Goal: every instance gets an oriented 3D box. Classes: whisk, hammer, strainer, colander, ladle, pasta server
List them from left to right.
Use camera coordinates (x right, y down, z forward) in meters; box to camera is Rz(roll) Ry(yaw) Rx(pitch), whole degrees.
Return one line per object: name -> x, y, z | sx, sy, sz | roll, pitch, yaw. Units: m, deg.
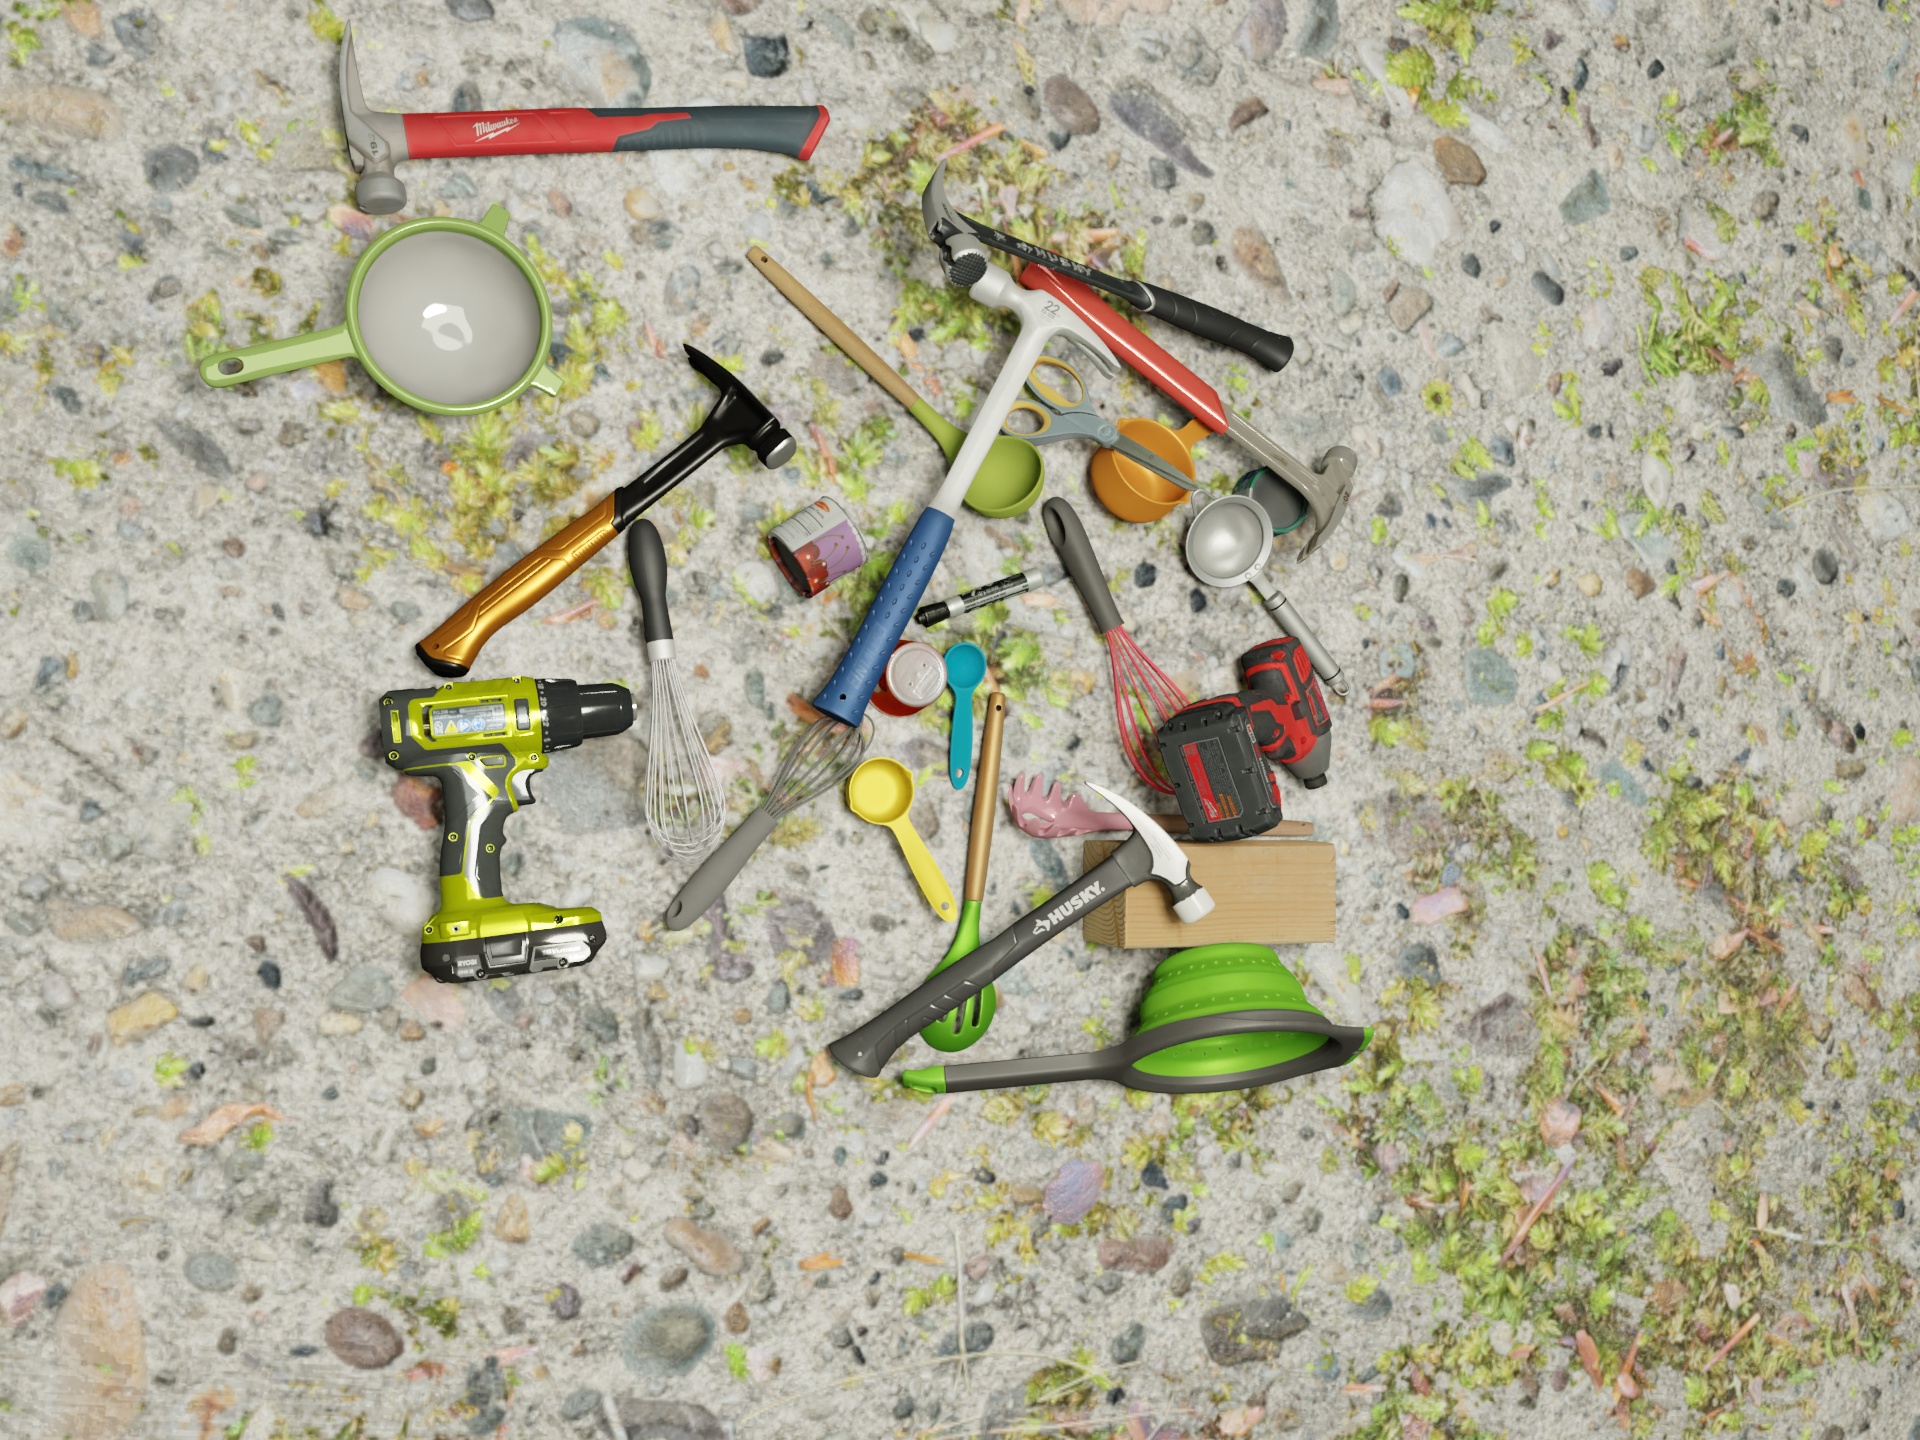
strainer -> -0.442, -0.289, 1.212 | 0.256, 0.069, 0.151 | -19, 96, -19
hammer -> -0.295, -0.158, 1.264 | 0.337, 0.034, 0.127 | -42, 76, -11
hammer -> -0.297, -0.494, 1.291 | 0.386, 0.038, 0.143 | -10, 89, -20
whisk -> -0.236, -0.024, 1.280 | 0.070, 0.070, 0.285 | -8, 85, -20
whisk -> -0.157, 0.081, 1.307 | 0.055, 0.055, 0.239 | 44, 79, -12
ladle -> -0.056, -0.292, 1.357 | 0.320, 0.062, 0.078 | 42, 78, -10
hammer -> -0.006, -0.178, 1.320 | 0.144, 0.035, 0.405 | 28, 80, -6
hammer -> 0.034, 0.186, 1.322 | 0.335, 0.035, 0.146 | -35, 87, 1
hammer -> 0.139, -0.379, 1.389 | 0.408, 0.036, 0.149 | 11, 44, -34
whisk -> 0.143, -0.064, 1.414 | 0.073, 0.073, 0.296 | -25, 90, -19
colander -> 0.145, 0.257, 1.367 | 0.397, 0.204, 0.095 | -5, 63, -3
pasta server -> 0.184, 0.088, 1.430 | 0.316, 0.040, 0.060 | 4, 44, -21
hammer -> 0.200, -0.292, 1.424 | 0.359, 0.036, 0.149 | 36, 50, -7
strainer -> 0.285, -0.117, 1.476 | 0.087, 0.050, 0.258 | -41, 107, 1

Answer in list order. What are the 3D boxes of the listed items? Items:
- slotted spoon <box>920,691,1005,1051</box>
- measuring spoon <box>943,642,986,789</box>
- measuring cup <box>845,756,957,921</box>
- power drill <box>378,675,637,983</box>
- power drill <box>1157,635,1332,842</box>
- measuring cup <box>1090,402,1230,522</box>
slotted spoon -> 0.012, 0.130, 1.374 | 0.070, 0.031, 0.314 | 9, 83, -14
measuring spoon -> -0.002, -0.004, 1.384 | 0.042, 0.021, 0.128 | 0, 96, -27
measuring cup -> -0.047, 0.103, 1.352 | 0.062, 0.029, 0.156 | -31, 98, -18
power drill -> -0.338, 0.078, 1.227 | 0.190, 0.080, 0.228 | -5, 86, -19
power drill -> 0.265, 0.021, 1.399 | 0.219, 0.078, 0.143 | -32, 104, -53
measuring cup -> 0.186, -0.241, 1.445 | 0.095, 0.052, 0.173 | 51, 53, 1
